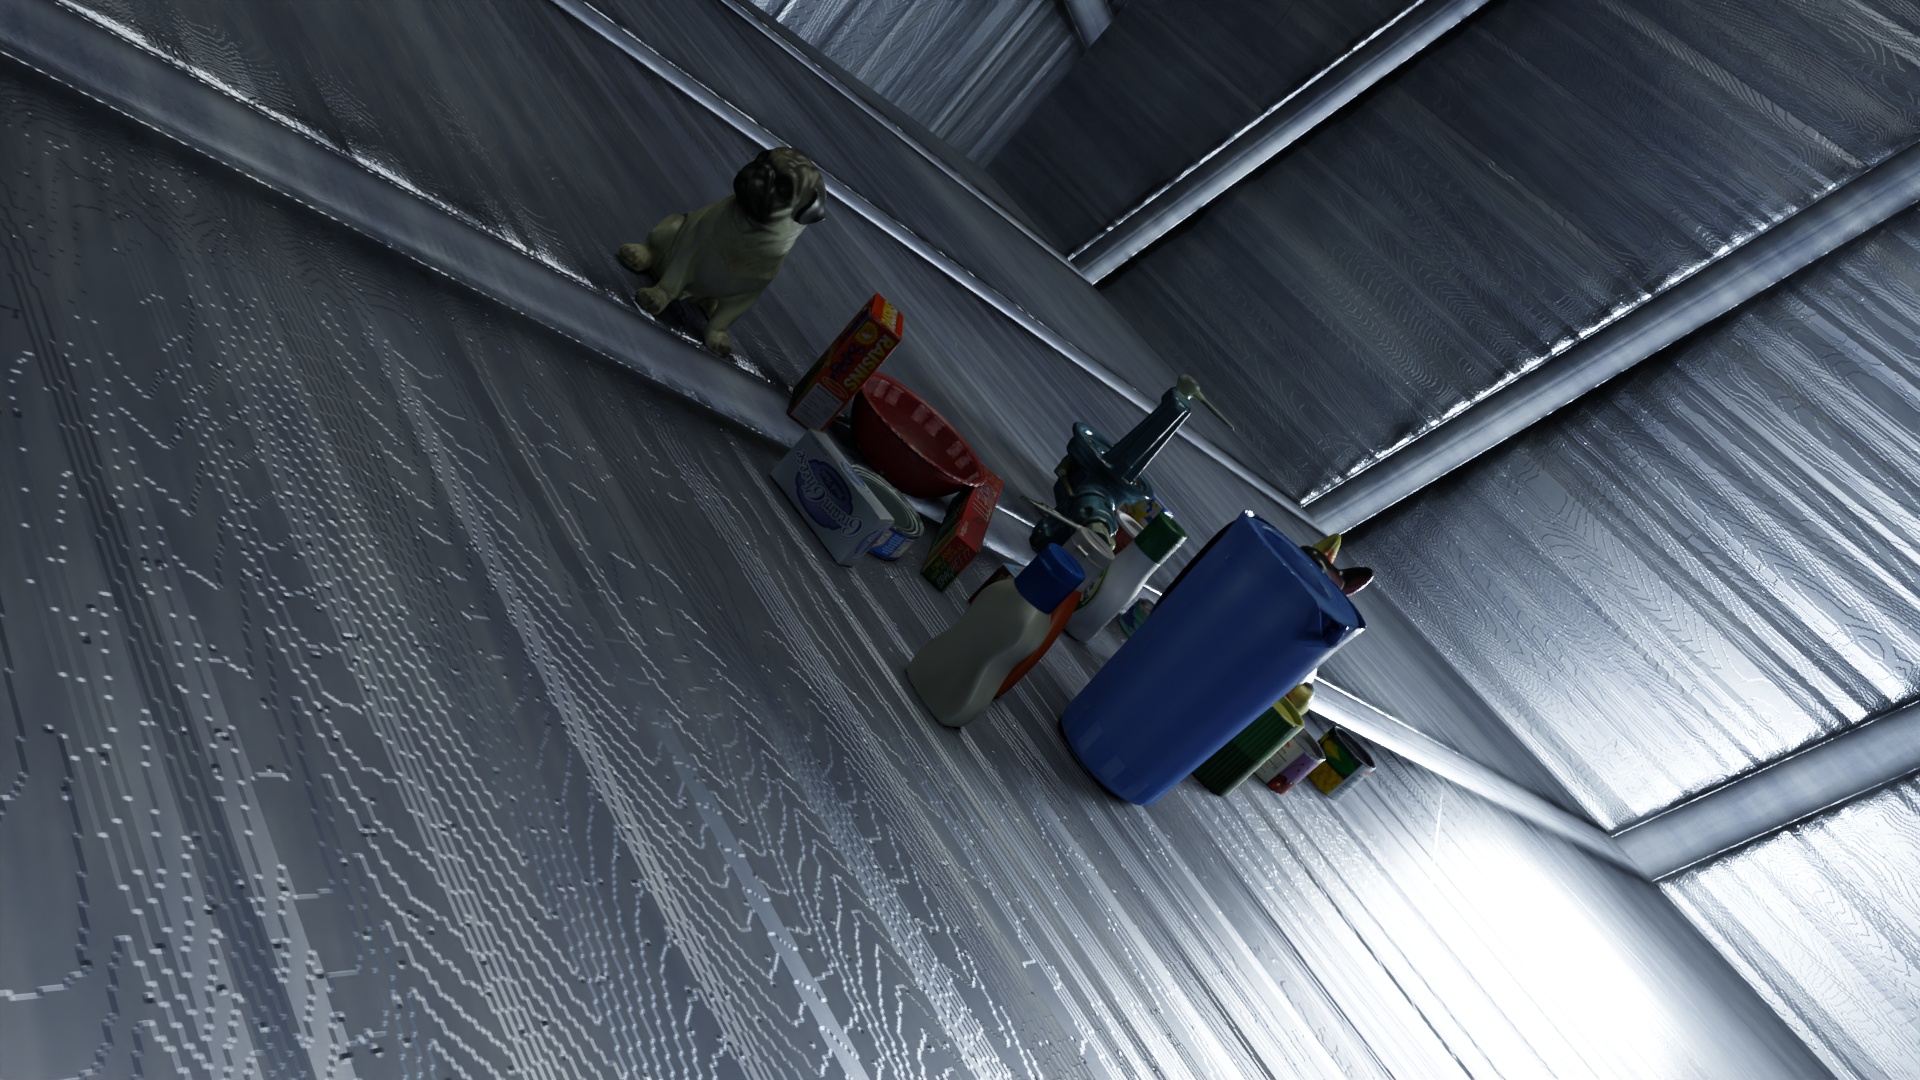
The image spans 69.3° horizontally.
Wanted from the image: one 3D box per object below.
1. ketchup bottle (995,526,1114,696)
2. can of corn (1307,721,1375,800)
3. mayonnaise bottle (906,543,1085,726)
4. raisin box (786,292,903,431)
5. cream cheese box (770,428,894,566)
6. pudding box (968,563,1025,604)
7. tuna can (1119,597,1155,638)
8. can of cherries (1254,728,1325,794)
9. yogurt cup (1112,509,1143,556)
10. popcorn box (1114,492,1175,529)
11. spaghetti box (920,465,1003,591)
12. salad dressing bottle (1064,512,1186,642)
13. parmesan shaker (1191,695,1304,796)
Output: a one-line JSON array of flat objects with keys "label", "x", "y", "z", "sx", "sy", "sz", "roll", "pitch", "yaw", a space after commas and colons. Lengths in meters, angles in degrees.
[{"label": "ketchup bottle", "x": 0.058, "y": 0.053, "z": 1.093, "sx": 0.065, "sy": 0.148, "sz": 0.043, "roll": 49, "pitch": 17, "yaw": 17}, {"label": "can of corn", "x": 0.433, "y": 0.255, "z": 1.603, "sx": 0.071, "sy": 0.058, "sz": 0.071, "roll": 39, "pitch": 17, "yaw": -14}, {"label": "mayonnaise bottle", "x": 0.028, "y": 0.065, "z": 0.998, "sx": 0.041, "sy": 0.147, "sz": 0.065, "roll": 20, "pitch": 28, "yaw": -53}, {"label": "raisin box", "x": -0.106, "y": -0.164, "z": 1.287, "sx": 0.040, "sy": 0.123, "sz": 0.086, "roll": 39, "pitch": 17, "yaw": -15}, {"label": "cream cheese box", "x": -0.102, "y": -0.034, "z": 1.104, "sx": 0.104, "sy": 0.053, "sz": 0.024, "roll": 51, "pitch": 18, "yaw": 23}, {"label": "pudding box", "x": 0.050, "y": 0.050, "z": 1.251, "sx": 0.030, "sy": 0.049, "sz": 0.084, "roll": 51, "pitch": 18, "yaw": 23}, {"label": "tuna can", "x": 0.207, "y": 0.096, "z": 1.521, "sx": 0.071, "sy": 0.032, "sz": 0.071, "roll": 39, "pitch": 18, "yaw": -14}, {"label": "can of cherries", "x": 0.343, "y": 0.226, "z": 1.470, "sx": 0.071, "sy": 0.058, "sz": 0.072, "roll": 39, "pitch": 17, "yaw": -14}, {"label": "yogurt cup", "x": 0.196, "y": 0.007, "z": 1.670, "sx": 0.072, "sy": 0.054, "sz": 0.073, "roll": 39, "pitch": 17, "yaw": -14}, {"label": "popcorn box", "x": 0.198, "y": -0.048, "z": 1.754, "sx": 0.127, "sy": 0.085, "sz": 0.038, "roll": 52, "pitch": 19, "yaw": 26}, {"label": "spaghetti box", "x": 0.005, "y": -0.016, "z": 1.307, "sx": 0.028, "sy": 0.050, "sz": 0.251, "roll": 41, "pitch": 17, "yaw": -7}, {"label": "salad dressing bottle", "x": 0.158, "y": 0.036, "z": 1.359, "sx": 0.044, "sy": 0.147, "sz": 0.064, "roll": 40, "pitch": 17, "yaw": -11}, {"label": "parmesan shaker", "x": 0.265, "y": 0.187, "z": 1.316, "sx": 0.071, "sy": 0.103, "sz": 0.071, "roll": 39, "pitch": 17, "yaw": -14}]
